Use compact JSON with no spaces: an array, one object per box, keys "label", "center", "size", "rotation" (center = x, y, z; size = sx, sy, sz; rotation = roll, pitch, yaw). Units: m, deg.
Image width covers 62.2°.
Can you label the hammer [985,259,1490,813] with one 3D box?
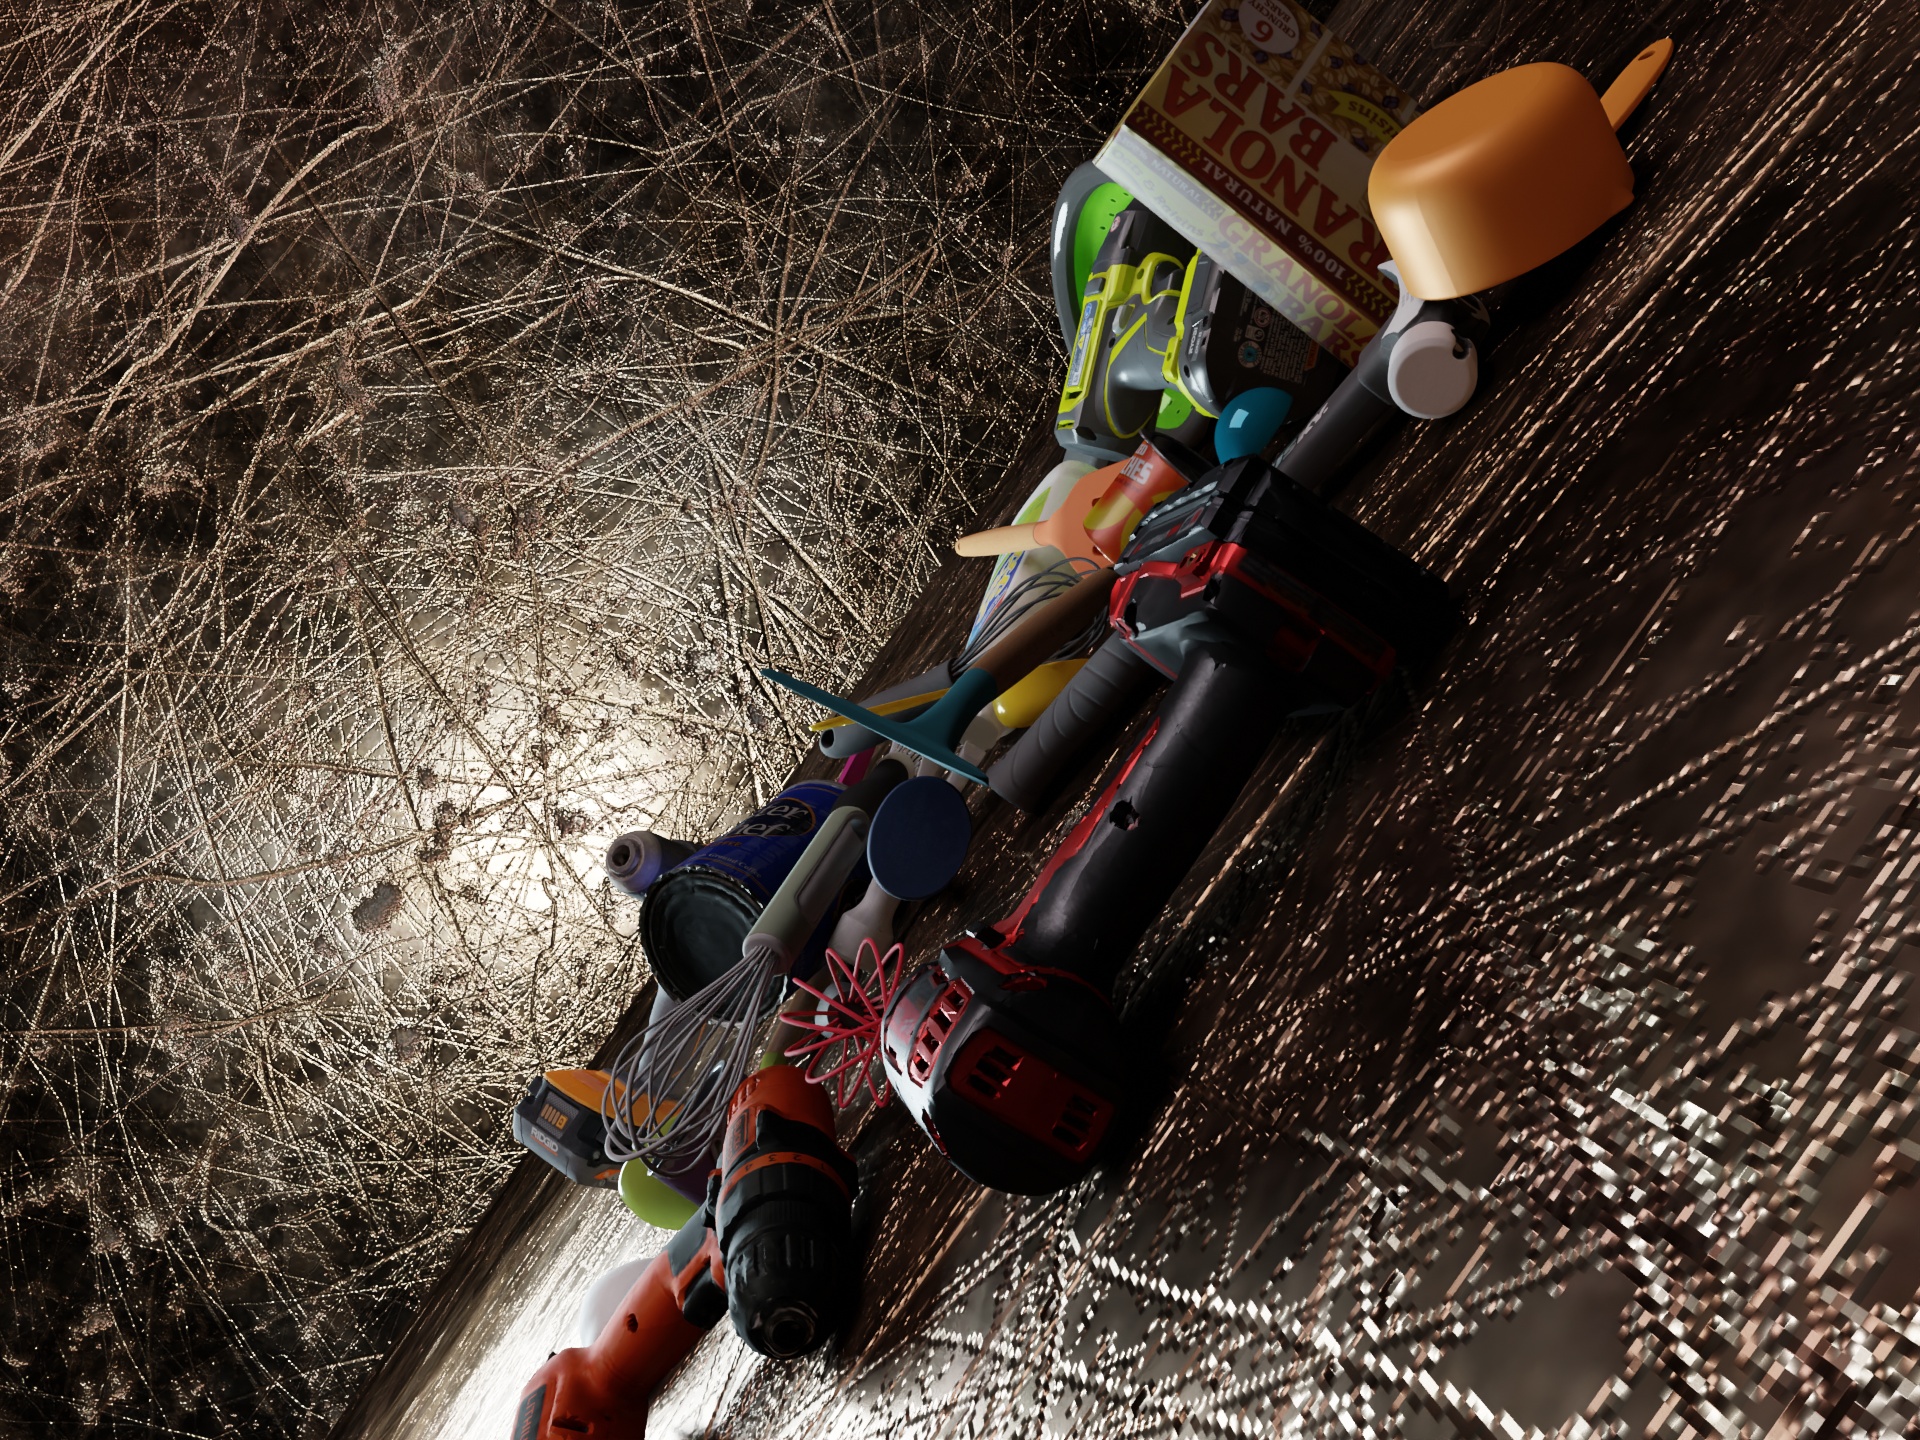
[{"label":"hammer","center":[0.112,-0.069,0.727],"size":[0.334,0.035,0.146],"rotation":[-50,9,35]}]

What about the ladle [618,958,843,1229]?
[{"label":"ladle","center":[-0.115,0.185,0.963],"size":[0.320,0.062,0.078],"rotation":[-62,-6,-61]}]

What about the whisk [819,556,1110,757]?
[{"label":"whisk","center":[-0.002,-0.029,0.921],"size":[0.239,0.055,0.055],"rotation":[-28,23,38]}]

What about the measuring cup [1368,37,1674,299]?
[{"label":"measuring cup","center":[0.221,-0.231,0.604],"size":[0.174,0.052,0.095],"rotation":[-49,27,-23]}]

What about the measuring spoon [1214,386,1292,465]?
[{"label":"measuring spoon","center":[0.100,-0.094,0.685],"size":[0.128,0.021,0.042],"rotation":[-56,8,-11]}]

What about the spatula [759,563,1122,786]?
[{"label":"spatula","center":[0.022,-0.030,0.639],"size":[0.317,0.082,0.044],"rotation":[-40,-27,-61]}]

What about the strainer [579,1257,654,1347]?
[{"label":"strainer","center":[-0.192,0.350,0.763],"size":[0.086,0.050,0.259],"rotation":[108,-173,-55]}]

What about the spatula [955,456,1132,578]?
[{"label":"spatula","center":[0.053,-0.114,0.984],"size":[0.323,0.041,0.081],"rotation":[-167,75,-74]}]

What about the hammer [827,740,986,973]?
[{"label":"hammer","center":[-0.022,0.055,0.736],"size":[0.144,0.035,0.405],"rotation":[-64,0,-7]}]

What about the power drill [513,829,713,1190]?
[{"label":"power drill","center":[-0.199,0.183,1.030],"size":[0.226,0.084,0.185],"rotation":[-63,-33,-7]}]

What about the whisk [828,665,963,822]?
[{"label":"whisk","center":[-0.032,0.022,1.020],"size":[0.070,0.070,0.285],"rotation":[-52,0,21]}]

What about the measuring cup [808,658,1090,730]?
[{"label":"measuring cup","center":[-0.001,-0.003,0.829],"size":[0.156,0.029,0.062],"rotation":[-13,-4,-17]}]

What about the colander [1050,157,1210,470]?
[{"label":"colander","center":[0.140,-0.256,1.167],"size":[0.094,0.205,0.396],"rotation":[-22,-22,-18]}]

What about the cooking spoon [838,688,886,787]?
[{"label":"cooking spoon","center":[-0.107,0.110,1.143],"size":[0.069,0.017,0.318],"rotation":[-72,6,-59]}]

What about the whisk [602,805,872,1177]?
[{"label":"whisk","center":[-0.090,0.110,0.719],"size":[0.059,0.057,0.246],"rotation":[-23,20,30]}]

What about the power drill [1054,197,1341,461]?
[{"label":"power drill","center":[0.129,-0.236,0.891],"size":[0.223,0.080,0.171],"rotation":[-159,81,-70]}]

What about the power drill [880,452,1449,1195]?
[{"label":"power drill","center":[0.050,0.035,0.502],"size":[0.220,0.078,0.143],"rotation":[-59,7,-7]}]

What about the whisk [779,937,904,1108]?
[{"label":"whisk","center":[-0.051,0.140,0.752],"size":[0.073,0.073,0.296],"rotation":[-56,1,-12]}]
